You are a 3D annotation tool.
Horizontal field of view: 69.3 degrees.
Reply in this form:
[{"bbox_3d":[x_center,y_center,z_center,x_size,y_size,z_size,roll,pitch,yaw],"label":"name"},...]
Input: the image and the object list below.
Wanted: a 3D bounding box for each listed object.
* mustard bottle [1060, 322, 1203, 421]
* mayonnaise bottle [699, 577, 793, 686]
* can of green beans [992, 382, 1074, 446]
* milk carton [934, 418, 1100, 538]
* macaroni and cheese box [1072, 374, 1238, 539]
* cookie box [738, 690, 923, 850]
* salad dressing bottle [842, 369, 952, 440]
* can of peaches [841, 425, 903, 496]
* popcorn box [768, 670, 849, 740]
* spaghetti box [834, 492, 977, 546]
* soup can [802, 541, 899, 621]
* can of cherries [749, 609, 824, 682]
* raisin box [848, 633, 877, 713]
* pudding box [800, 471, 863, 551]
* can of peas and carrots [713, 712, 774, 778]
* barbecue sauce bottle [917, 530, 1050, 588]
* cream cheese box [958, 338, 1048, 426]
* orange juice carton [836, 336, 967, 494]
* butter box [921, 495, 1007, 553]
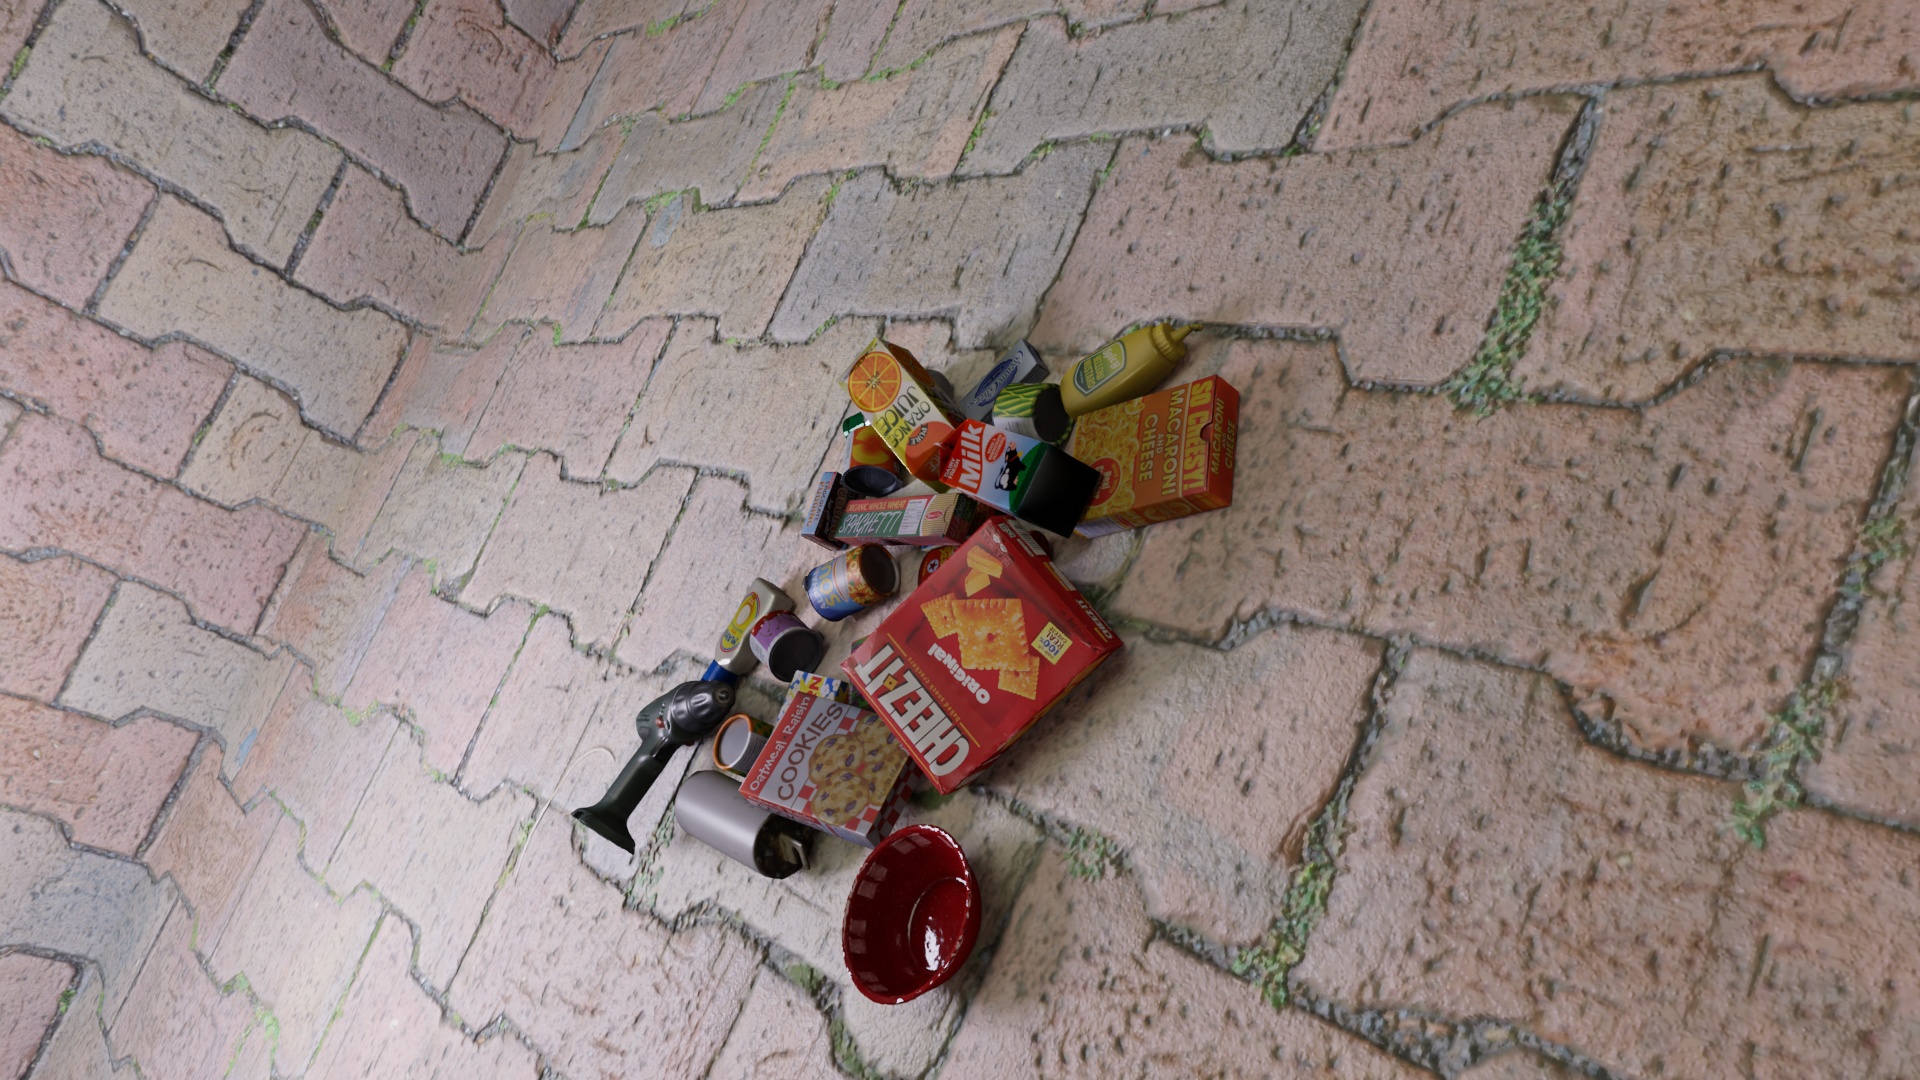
[{"bbox_3d":[0.172,-0.176,1.380,0.159,0.049,0.065,-32,47,30],"label":"mustard bottle"},{"bbox_3d":[-0.260,0.120,1.659,0.148,0.041,0.065,-57,40,1],"label":"mayonnaise bottle"},{"bbox_3d":[0.076,-0.131,1.441,0.058,0.071,0.071,6,71,48],"label":"can of green beans"},{"bbox_3d":[0.046,-0.067,1.375,0.191,0.072,0.073,25,90,57],"label":"milk carton"},{"bbox_3d":[0.179,-0.077,1.315,0.166,0.040,0.124,-15,57,42],"label":"macaroni and cheese box"},{"bbox_3d":[-0.123,0.228,1.388,0.167,0.040,0.123,11,58,34],"label":"cookie box"},{"bbox_3d":[-0.077,-0.153,1.638,0.147,0.044,0.064,-23,52,37],"label":"salad dressing bottle"},{"bbox_3d":[-0.099,-0.092,1.607,0.071,0.071,0.058,-23,51,37],"label":"can of peaches"},{"bbox_3d":[-0.162,0.209,1.498,0.085,0.038,0.127,5,70,49],"label":"popcorn box"},{"bbox_3d":[-0.064,-0.021,1.517,0.250,0.028,0.050,-1,66,58],"label":"spaghetti box"},{"bbox_3d":[-0.120,0.045,1.534,0.083,0.071,0.072,-26,49,34],"label":"soup can"},{"bbox_3d":[-0.196,0.118,1.575,0.071,0.071,0.058,-58,37,2],"label":"can of cherries"},{"bbox_3d":[-0.060,0.129,1.440,0.123,0.040,0.086,-25,49,34],"label":"raisin box"},{"bbox_3d":[-0.149,-0.034,1.633,0.030,0.049,0.084,0,65,49],"label":"pudding box"},{"bbox_3d":[-0.234,0.231,1.545,0.070,0.058,0.071,-26,49,34],"label":"can of peas and carrots"},{"bbox_3d":[0.024,0.024,1.414,0.148,0.043,0.065,-18,48,39],"label":"barbecue sauce bottle"},{"bbox_3d":[0.048,-0.168,1.530,0.103,0.024,0.053,-45,41,17],"label":"cream cheese box"},{"bbox_3d":[-0.044,-0.130,1.533,0.071,0.073,0.193,-46,67,16],"label":"orange juice carton"},{"bbox_3d":[0.005,-0.019,1.478,0.103,0.024,0.053,-17,55,40],"label":"butter box"}]
